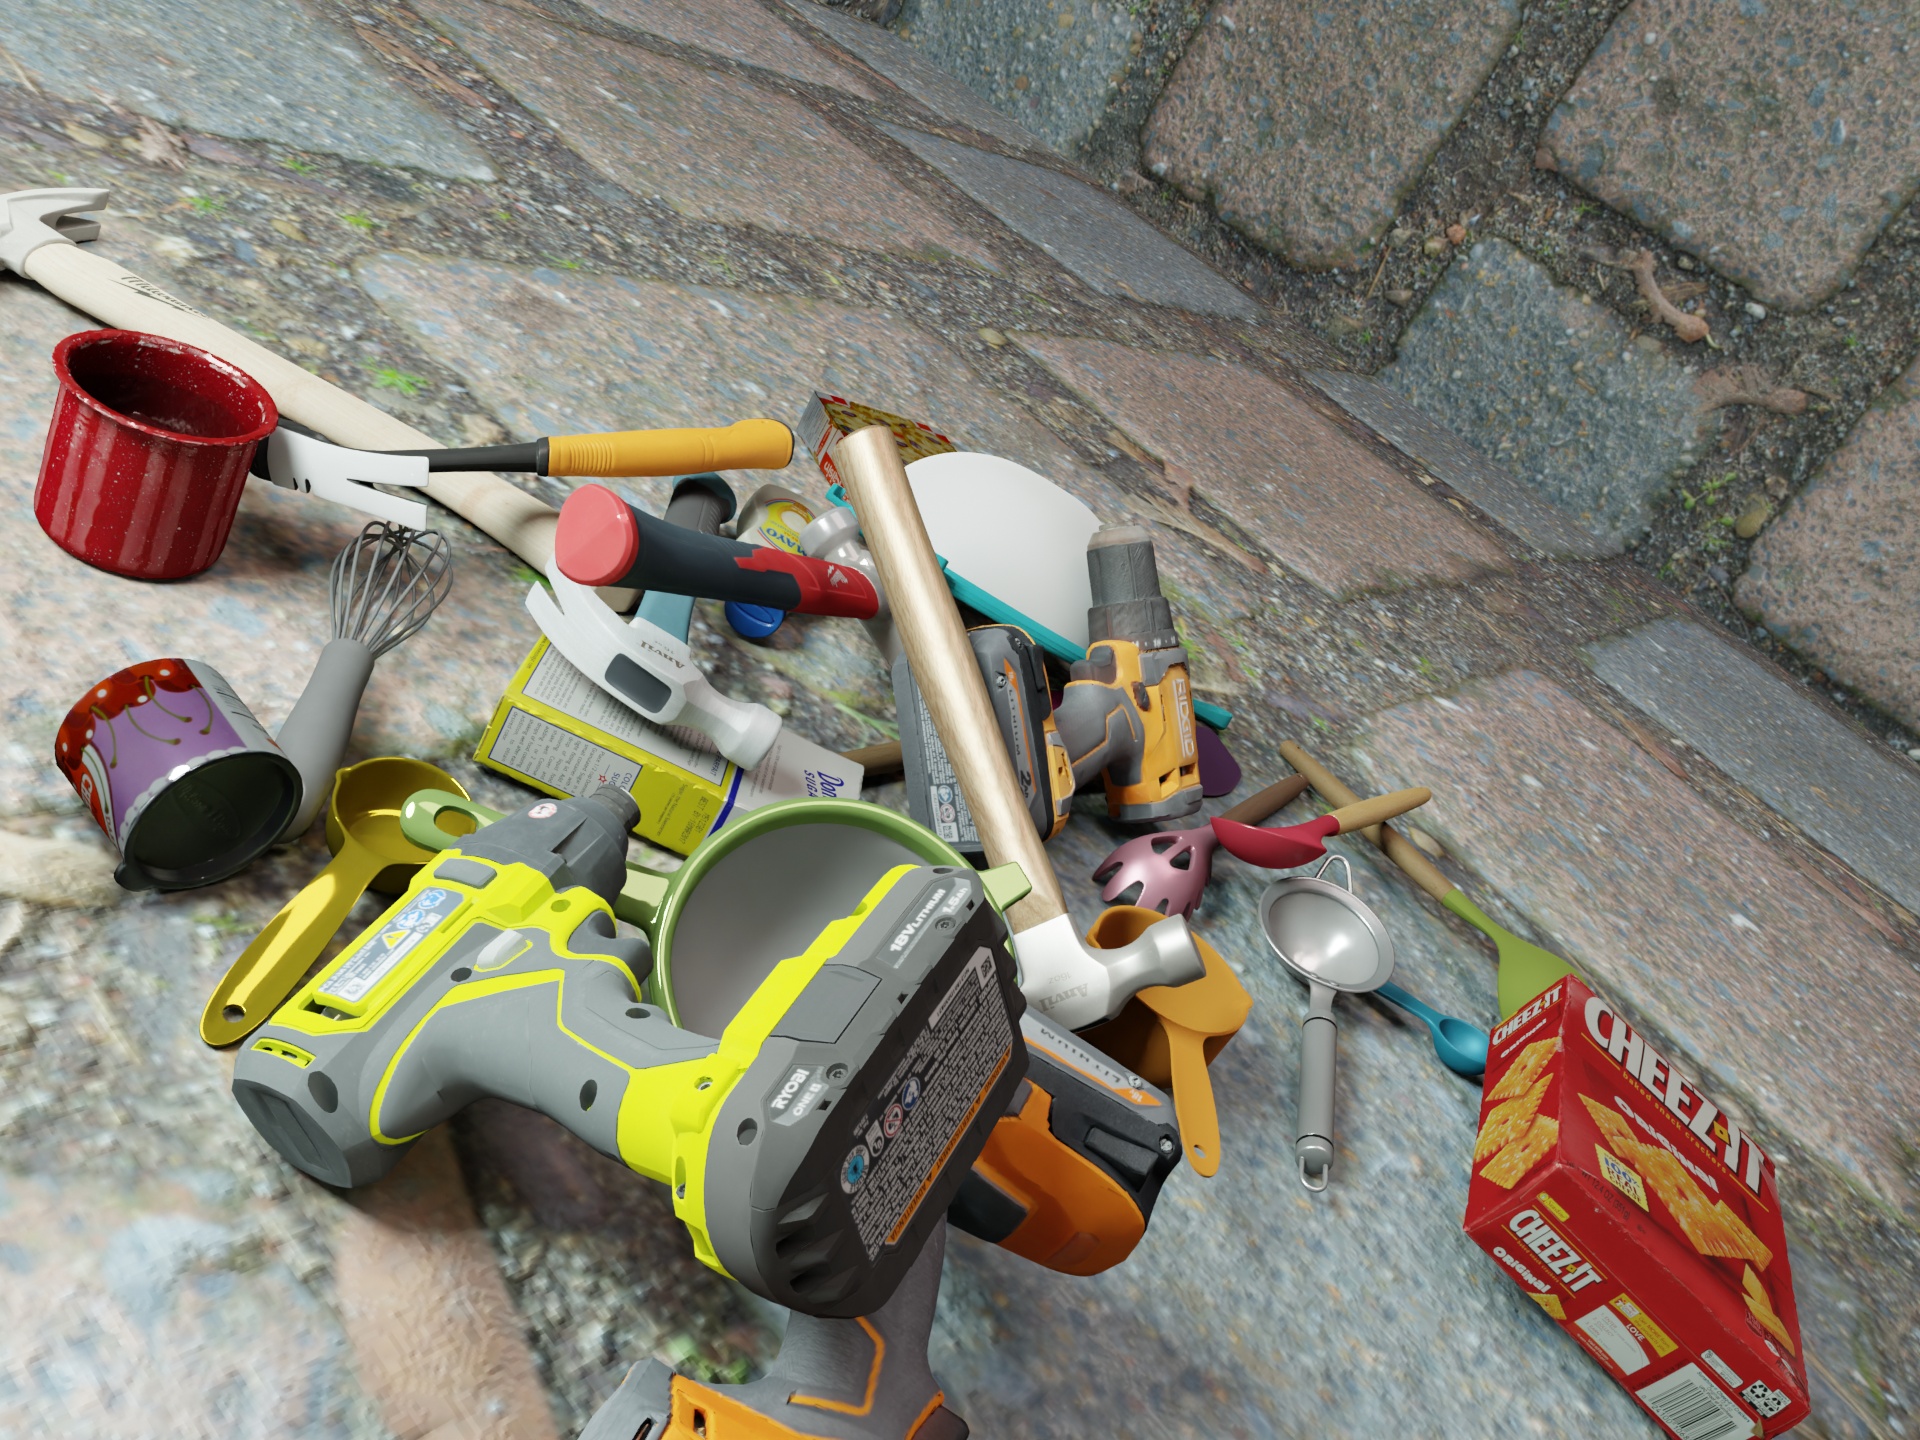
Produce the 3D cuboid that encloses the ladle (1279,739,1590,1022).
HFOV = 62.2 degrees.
[{"bbox_3d":[0.312,0.115,1.094,0.078,0.062,0.320,13,25,-38],"label":"ladle"}]

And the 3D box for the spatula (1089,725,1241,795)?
[{"bbox_3d":[0.092,0.032,1.020,0.315,0.018,0.060,-3,54,-49],"label":"spatula"}]

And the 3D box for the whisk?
[{"bbox_3d":[-0.272,-0.025,0.715,0.055,0.055,0.239,22,32,-19],"label":"whisk"}]

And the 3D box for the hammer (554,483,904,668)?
[{"bbox_3d":[-0.089,-0.060,0.807,0.143,0.038,0.386,56,12,7],"label":"hammer"}]

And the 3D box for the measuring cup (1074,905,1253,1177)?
[{"bbox_3d":[0.093,0.164,0.760,0.095,0.052,0.174,24,29,-15],"label":"measuring cup"}]

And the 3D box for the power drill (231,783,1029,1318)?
[{"bbox_3d":[-0.099,0.090,0.514,0.223,0.080,0.171,8,40,30],"label":"power drill"}]

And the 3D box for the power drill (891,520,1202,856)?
[{"bbox_3d":[0.060,-0.021,0.917,0.084,0.185,0.226,-6,2,38],"label":"power drill"}]

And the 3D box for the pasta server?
[{"bbox_3d":[0.172,0.072,1.030,0.060,0.040,0.316,40,24,17],"label":"pasta server"}]

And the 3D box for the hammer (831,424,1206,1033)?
[{"bbox_3d":[-0.001,-0.003,0.786,0.031,0.130,0.332,44,23,-67],"label":"hammer"}]

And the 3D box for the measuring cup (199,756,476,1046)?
[{"bbox_3d":[-0.241,0.072,0.608,0.062,0.029,0.157,30,38,-5],"label":"measuring cup"}]

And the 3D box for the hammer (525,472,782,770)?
[{"bbox_3d":[-0.152,-0.080,0.862,0.128,0.033,0.331,31,18,-16],"label":"hammer"}]

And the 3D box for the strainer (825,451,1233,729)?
[{"bbox_3d":[0.083,-0.095,1.094,0.340,0.095,0.211,26,8,-30],"label":"strainer"}]

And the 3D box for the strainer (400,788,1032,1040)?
[{"bbox_3d":[-0.105,0.093,0.652,0.256,0.069,0.152,21,57,-5],"label":"strainer"}]

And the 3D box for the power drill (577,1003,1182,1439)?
[{"bbox_3d":[-0.009,0.203,0.511,0.164,0.084,0.227,33,45,2],"label":"power drill"}]

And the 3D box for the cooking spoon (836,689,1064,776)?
[{"bbox_3d":[0.012,0.011,0.970,0.069,0.017,0.318,44,29,23],"label":"cooking spoon"}]

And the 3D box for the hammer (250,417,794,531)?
[{"bbox_3d":[-0.205,-0.145,0.876,0.127,0.034,0.337,18,20,31],"label":"hammer"}]

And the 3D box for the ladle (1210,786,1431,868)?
[{"bbox_3d":[0.251,0.065,1.046,0.069,0.031,0.315,16,13,34],"label":"ladle"}]

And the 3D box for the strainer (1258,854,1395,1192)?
[{"bbox_3d":[0.197,0.165,0.879,0.087,0.050,0.259,23,32,1],"label":"strainer"}]

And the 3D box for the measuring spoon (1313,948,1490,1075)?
[{"bbox_3d":[0.263,0.176,0.961,0.129,0.021,0.042,32,25,22],"label":"measuring spoon"}]

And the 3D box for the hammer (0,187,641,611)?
[{"bbox_3d":[-0.358,-0.181,0.898,0.410,0.038,0.146,29,25,-5],"label":"hammer"}]
